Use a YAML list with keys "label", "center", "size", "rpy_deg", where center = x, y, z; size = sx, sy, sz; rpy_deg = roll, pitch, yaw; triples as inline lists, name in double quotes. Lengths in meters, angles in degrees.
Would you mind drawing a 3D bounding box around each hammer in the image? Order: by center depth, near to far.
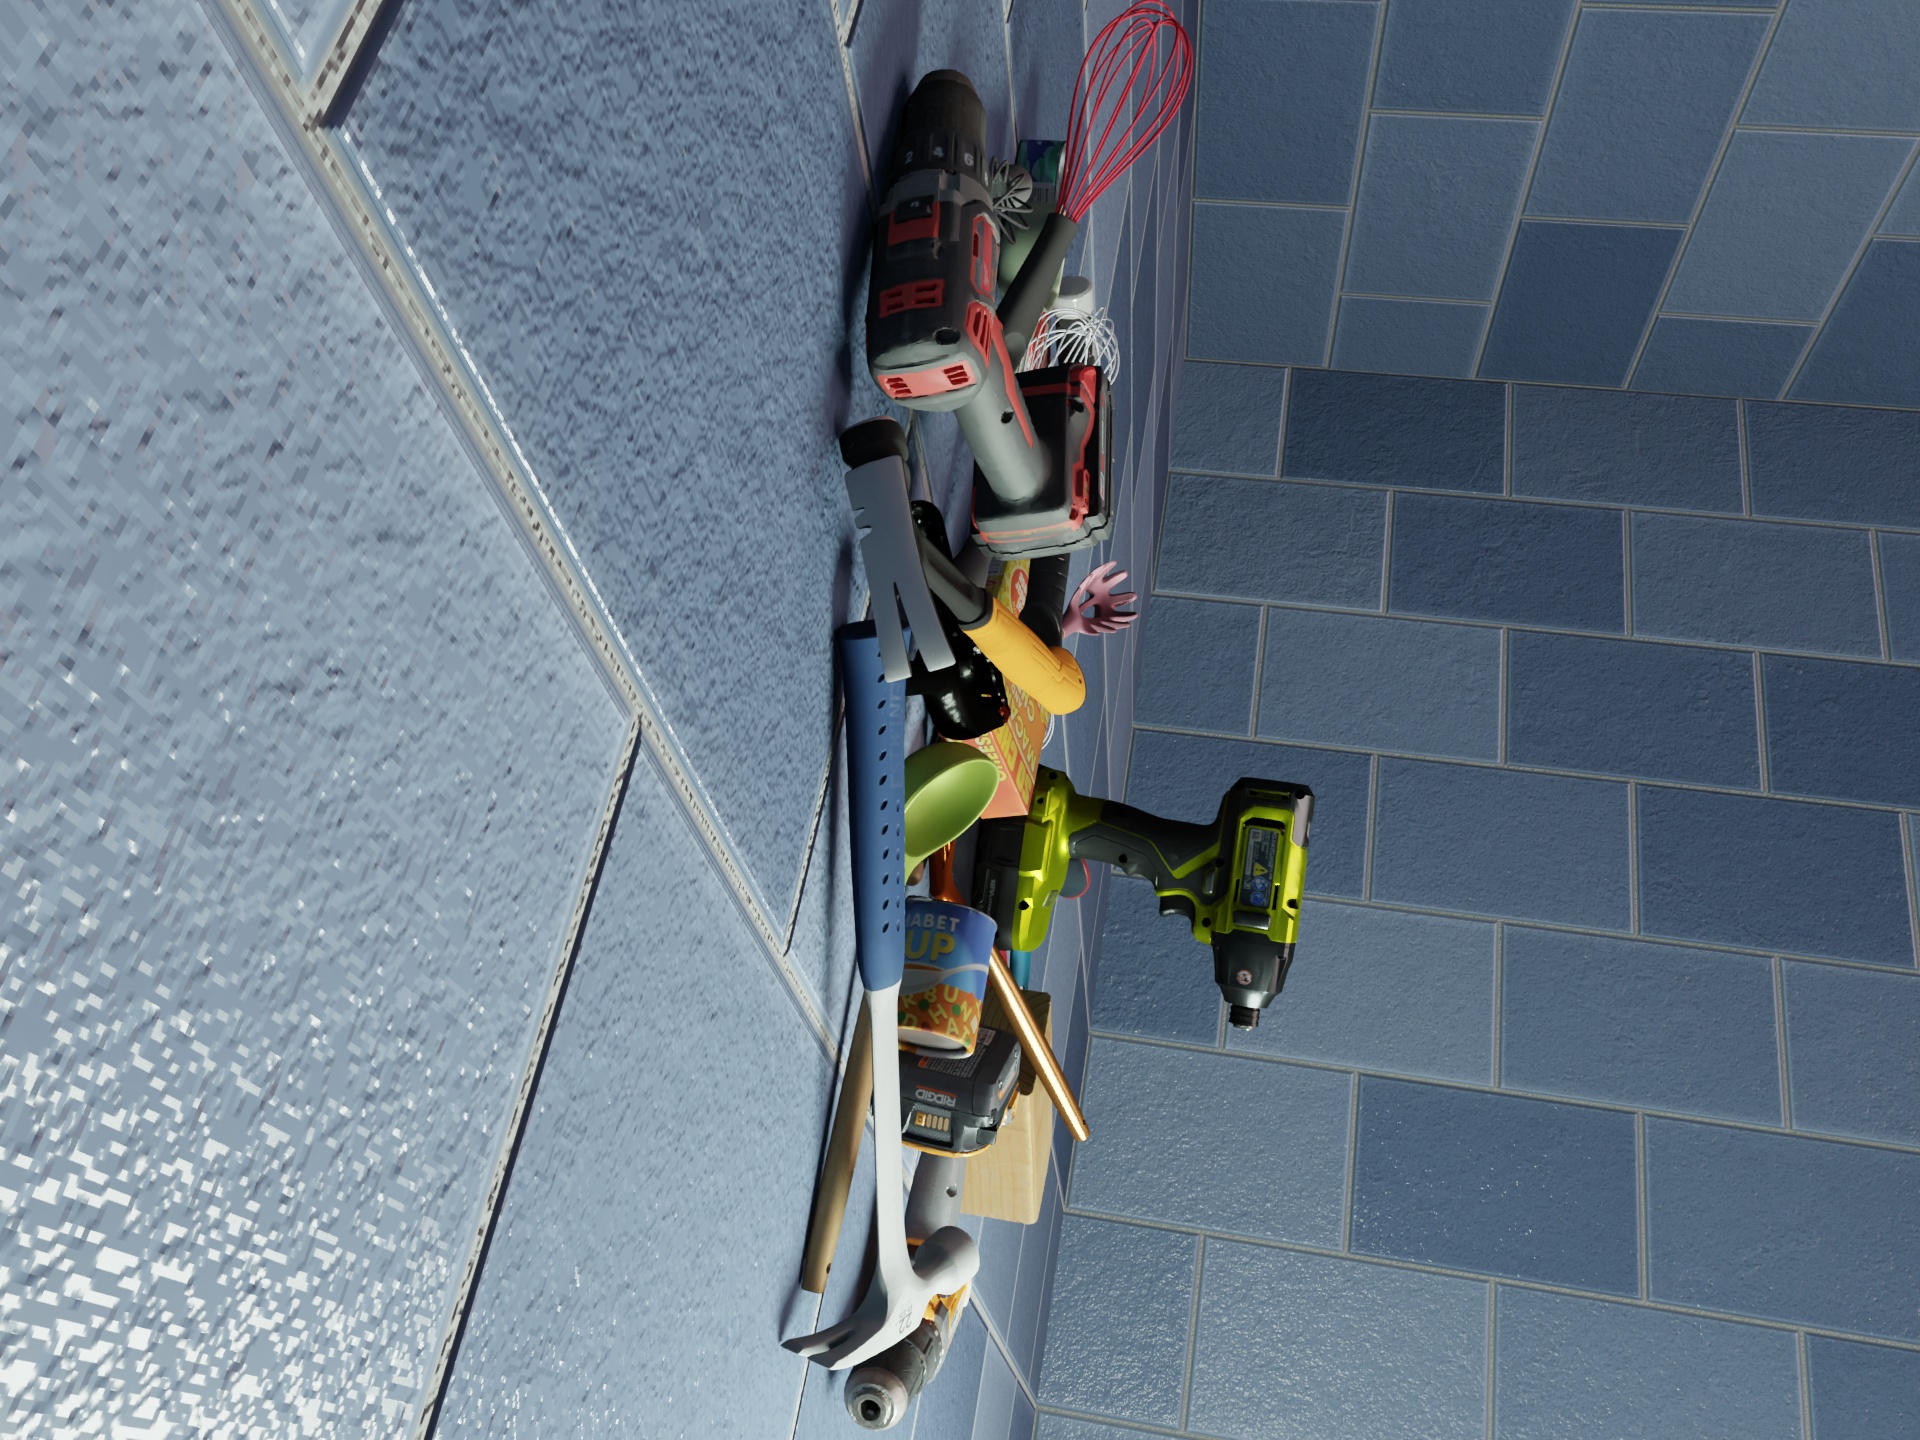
- label: "hammer"
  center: [-0.044, 0.150, 0.841]
  size: [0.144, 0.035, 0.405]
  rpy_deg: [-21, 115, -53]
- label: "hammer"
  center: [0.018, -0.048, 0.883]
  size: [0.336, 0.034, 0.127]
  rpy_deg: [34, 41, -68]
- label: "hammer"
  center: [0.073, -0.167, 1.156]
  size: [0.146, 0.035, 0.335]
  rpy_deg: [80, 15, -48]
- label: "hammer"
  center: [0.051, 0.122, 1.316]
  size: [0.386, 0.038, 0.143]
  rpy_deg: [43, 55, -69]

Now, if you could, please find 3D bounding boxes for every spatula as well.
- label: "spatula"
  center: [0.034, 0.172, 1.092]
  size: [0.322, 0.041, 0.081]
  rpy_deg: [64, 25, -26]

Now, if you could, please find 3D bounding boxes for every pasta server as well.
- label: "pasta server"
  center: [0.076, -0.067, 1.317]
  size: [0.316, 0.040, 0.060]
  rpy_deg: [-39, 109, -59]

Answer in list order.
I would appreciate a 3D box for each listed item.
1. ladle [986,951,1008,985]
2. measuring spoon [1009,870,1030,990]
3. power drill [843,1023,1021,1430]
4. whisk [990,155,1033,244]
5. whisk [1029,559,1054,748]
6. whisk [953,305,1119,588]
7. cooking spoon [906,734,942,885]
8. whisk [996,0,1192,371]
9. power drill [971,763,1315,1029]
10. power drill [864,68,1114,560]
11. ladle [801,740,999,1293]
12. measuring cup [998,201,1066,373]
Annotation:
- label: "ladle"
  center: [0.029, 0.084, 1.343]
  size: [0.069, 0.031, 0.315]
  rpy_deg: [-44, 138, -72]
- label: "measuring spoon"
  center: [0.053, 0.159, 1.209]
  size: [0.042, 0.021, 0.128]
  rpy_deg: [-1, 97, -44]
- label: "power drill"
  center: [-0.025, 0.328, 1.037]
  size: [0.185, 0.084, 0.226]
  rpy_deg: [-32, 132, -76]
- label: "whisk"
  center: [0.026, -0.329, 1.001]
  size: [0.239, 0.055, 0.055]
  rpy_deg: [-72, 166, -67]
- label: "whisk"
  center: [0.060, -0.086, 1.381]
  size: [0.059, 0.057, 0.246]
  rpy_deg: [-17, -115, 63]
- label: "whisk"
  center: [0.039, -0.169, 1.066]
  size: [0.070, 0.070, 0.285]
  rpy_deg: [79, 33, -61]
- label: "cooking spoon"
  center: [-0.002, -0.004, 1.120]
  size: [0.319, 0.017, 0.068]
  rpy_deg: [-73, 163, -47]
- label: "whisk"
  center: [0.079, -0.355, 1.081]
  size: [0.296, 0.073, 0.073]
  rpy_deg: [-64, 169, -3]
- label: "power drill"
  center: [0.127, 0.117, 1.121]
  size: [0.080, 0.223, 0.171]
  rpy_deg: [16, 81, -71]
- label: "power drill"
  center: [0.015, -0.208, 0.847]
  size: [0.226, 0.080, 0.188]
  rpy_deg: [50, 38, -58]
- label: "ladle"
  center: [-0.038, 0.164, 0.911]
  size: [0.078, 0.062, 0.320]
  rpy_deg: [45, 54, -61]
- label: "measuring cup"
  center: [0.038, -0.296, 1.132]
  size: [0.083, 0.038, 0.168]
  rpy_deg: [74, 31, -65]
